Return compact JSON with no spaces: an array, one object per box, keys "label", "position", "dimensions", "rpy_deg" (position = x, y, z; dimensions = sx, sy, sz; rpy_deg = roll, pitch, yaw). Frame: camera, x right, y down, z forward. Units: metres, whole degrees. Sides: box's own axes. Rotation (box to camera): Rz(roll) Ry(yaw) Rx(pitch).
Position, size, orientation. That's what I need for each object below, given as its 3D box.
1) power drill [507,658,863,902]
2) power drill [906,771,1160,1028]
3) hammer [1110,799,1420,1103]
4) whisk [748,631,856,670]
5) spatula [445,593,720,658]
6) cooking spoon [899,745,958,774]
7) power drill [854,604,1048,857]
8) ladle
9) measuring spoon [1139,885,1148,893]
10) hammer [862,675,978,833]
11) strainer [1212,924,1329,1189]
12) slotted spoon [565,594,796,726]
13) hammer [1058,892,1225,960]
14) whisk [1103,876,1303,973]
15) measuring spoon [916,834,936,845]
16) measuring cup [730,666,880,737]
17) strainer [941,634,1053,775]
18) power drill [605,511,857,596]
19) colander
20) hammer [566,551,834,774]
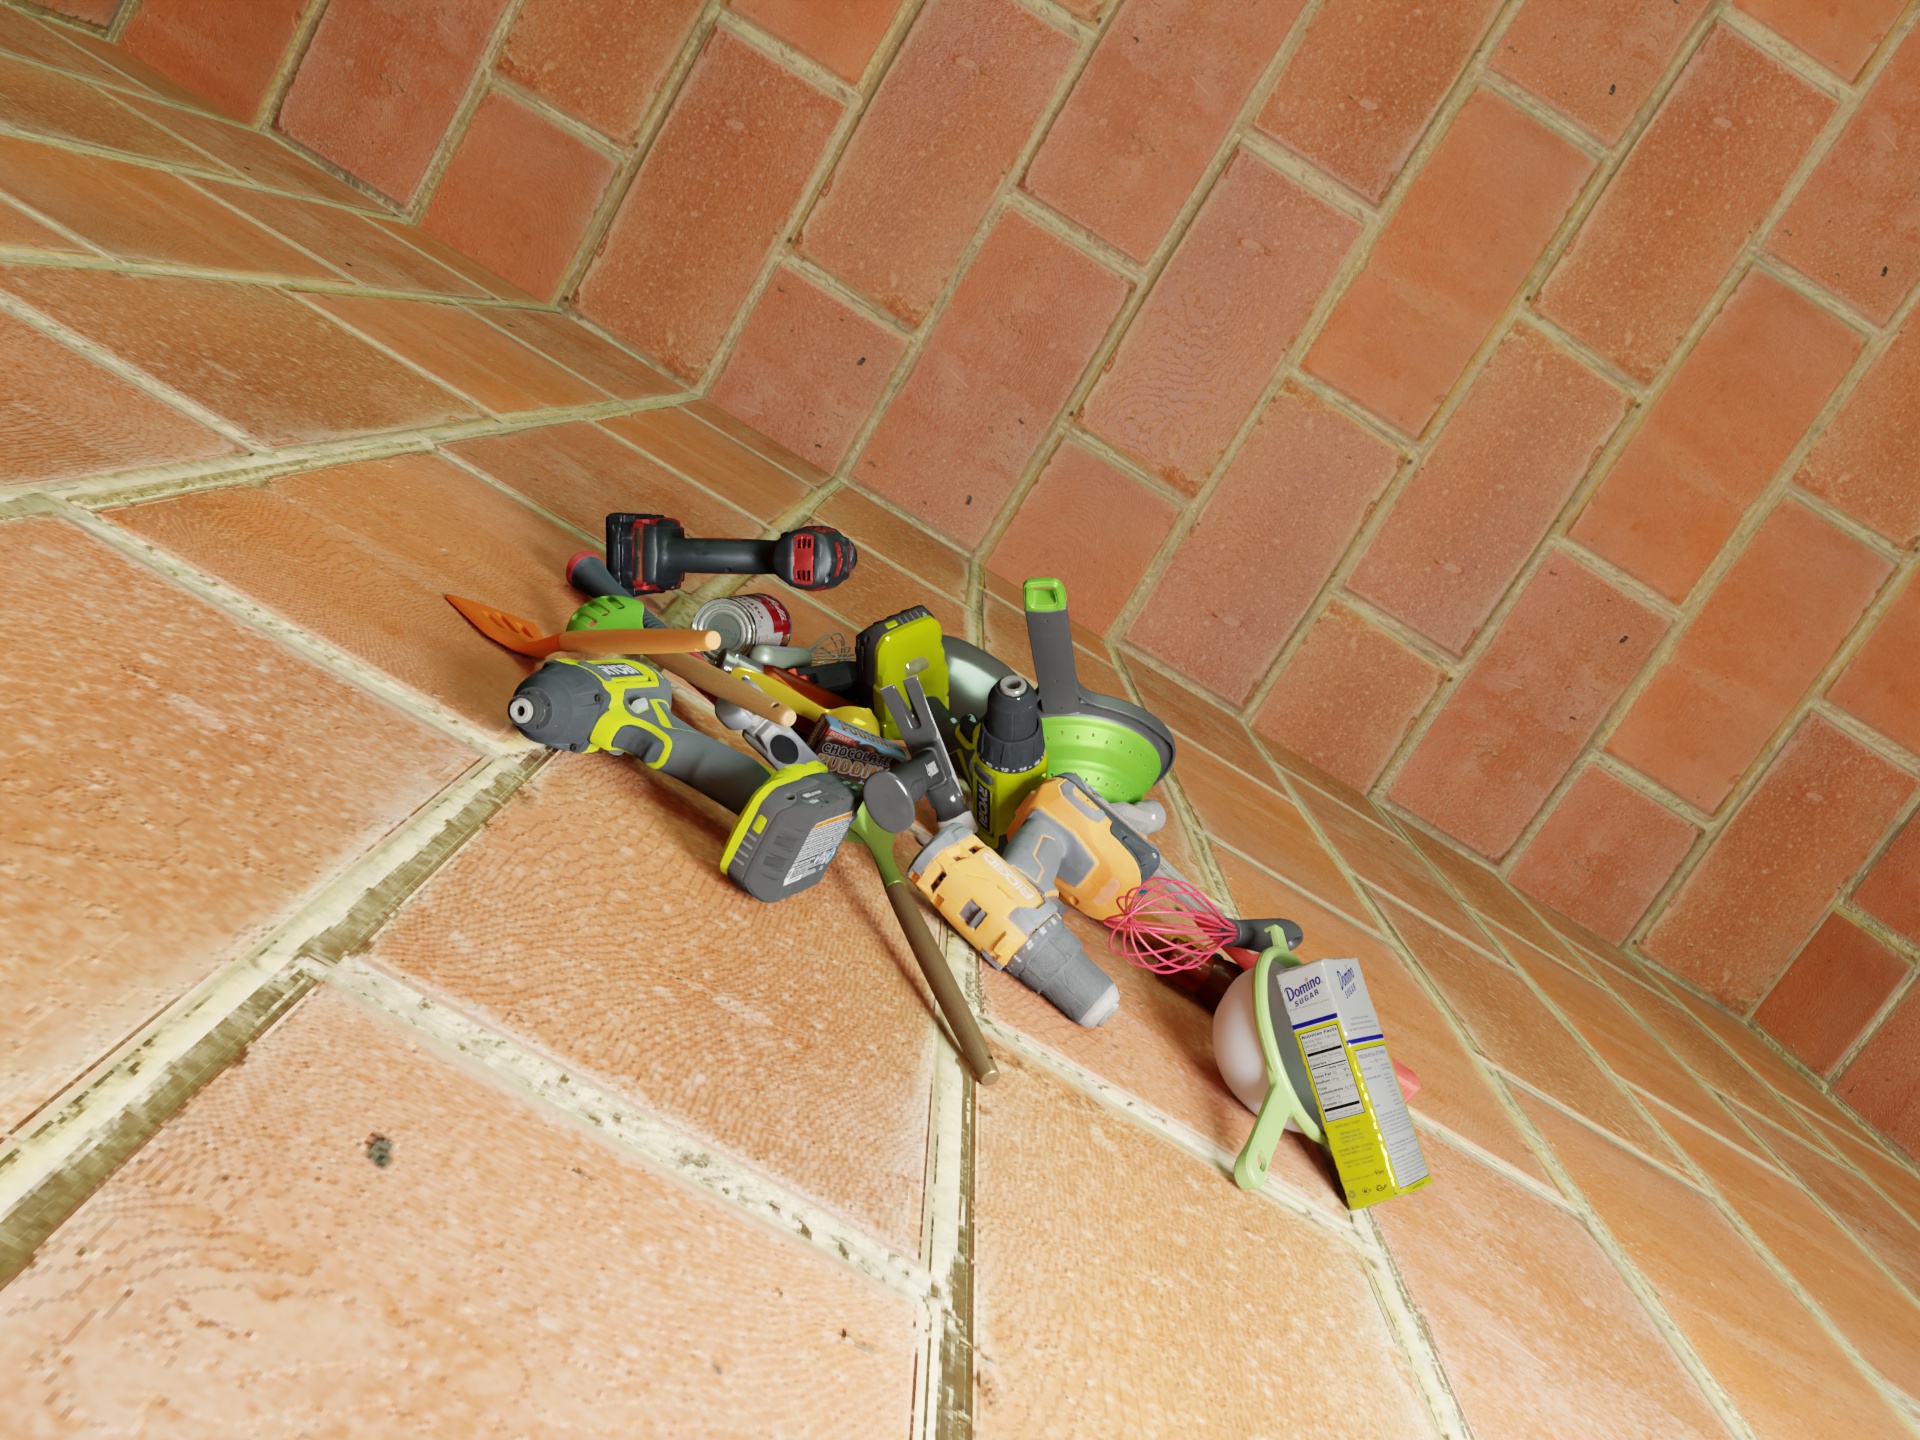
[{"label":"power drill","position":[-0.190,0.031,1.083],"dimensions":[0.223,0.080,0.171],"rpy_deg":[30,10,12]},{"label":"power drill","position":[0.079,0.139,1.248],"dimensions":[0.185,0.084,0.226],"rpy_deg":[42,27,13]},{"label":"hammer","position":[0.241,0.199,1.364],"dimensions":[0.359,0.036,0.149],"rpy_deg":[44,31,24]},{"label":"whisk","position":[-0.154,-0.061,1.566],"dimensions":[0.058,0.059,0.246],"rpy_deg":[8,3,14]},{"label":"spatula","position":[-0.271,-0.066,1.154],"dimensions":[0.323,0.041,0.081],"rpy_deg":[3,-13,46]},{"label":"cooking spoon","position":[-0.001,0.048,1.624],"dimensions":[0.069,0.017,0.318],"rpy_deg":[26,6,35]},{"label":"power drill","position":[-0.002,-0.005,1.429],"dimensions":[0.080,0.190,0.229],"rpy_deg":[-25,48,-25]},{"label":"ladle","position":[-0.043,0.143,1.100],"dimensions":[0.078,0.062,0.321],"rpy_deg":[23,21,-35]},{"label":"measuring spoon","position":[0.151,0.152,1.569],"dimensions":[0.128,0.021,0.042],"rpy_deg":[17,19,-47]},{"label":"hammer","position":[-0.038,0.040,1.229],"dimensions":[0.335,0.035,0.146],"rpy_deg":[-24,92,-85]},{"label":"strainer","position":[0.216,0.270,1.168],"dimensions":[0.151,0.069,0.256],"rpy_deg":[64,28,-8]},{"label":"slotted spoon","position":[-0.218,-0.047,1.213],"dimensions":[0.314,0.070,0.031],"rpy_deg":[25,-37,45]},{"label":"hammer","position":[0.209,0.208,1.458],"dimensions":[0.336,0.034,0.127],"rpy_deg":[29,13,-14]},{"label":"whisk","position":[0.202,0.165,1.247],"dimensions":[0.073,0.073,0.295],"rpy_deg":[40,15,34]},{"label":"measuring spoon","position":[0.004,0.130,1.323],"dimensions":[0.124,0.018,0.034],"rpy_deg":[32,13,36]},{"label":"measuring cup","position":[-0.135,-0.003,1.380],"dimensions":[0.156,0.062,0.029],"rpy_deg":[29,30,-32]},{"label":"strainer","position":[0.057,-0.008,1.764],"dimensions":[0.340,0.095,0.211],"rpy_deg":[27,9,-1]},{"label":"power drill","position":[-0.212,-0.159,1.537],"dimensions":[0.226,0.080,0.188],"rpy_deg":[2,7,6]},{"label":"colander","position":[0.093,0.021,1.459],"dimensions":[0.204,0.095,0.396],"rpy_deg":[-2,-34,9]},{"label":"hammer","position":[-0.233,-0.049,1.343],"dimensions":[0.387,0.038,0.143],"rpy_deg":[37,-11,46]}]
